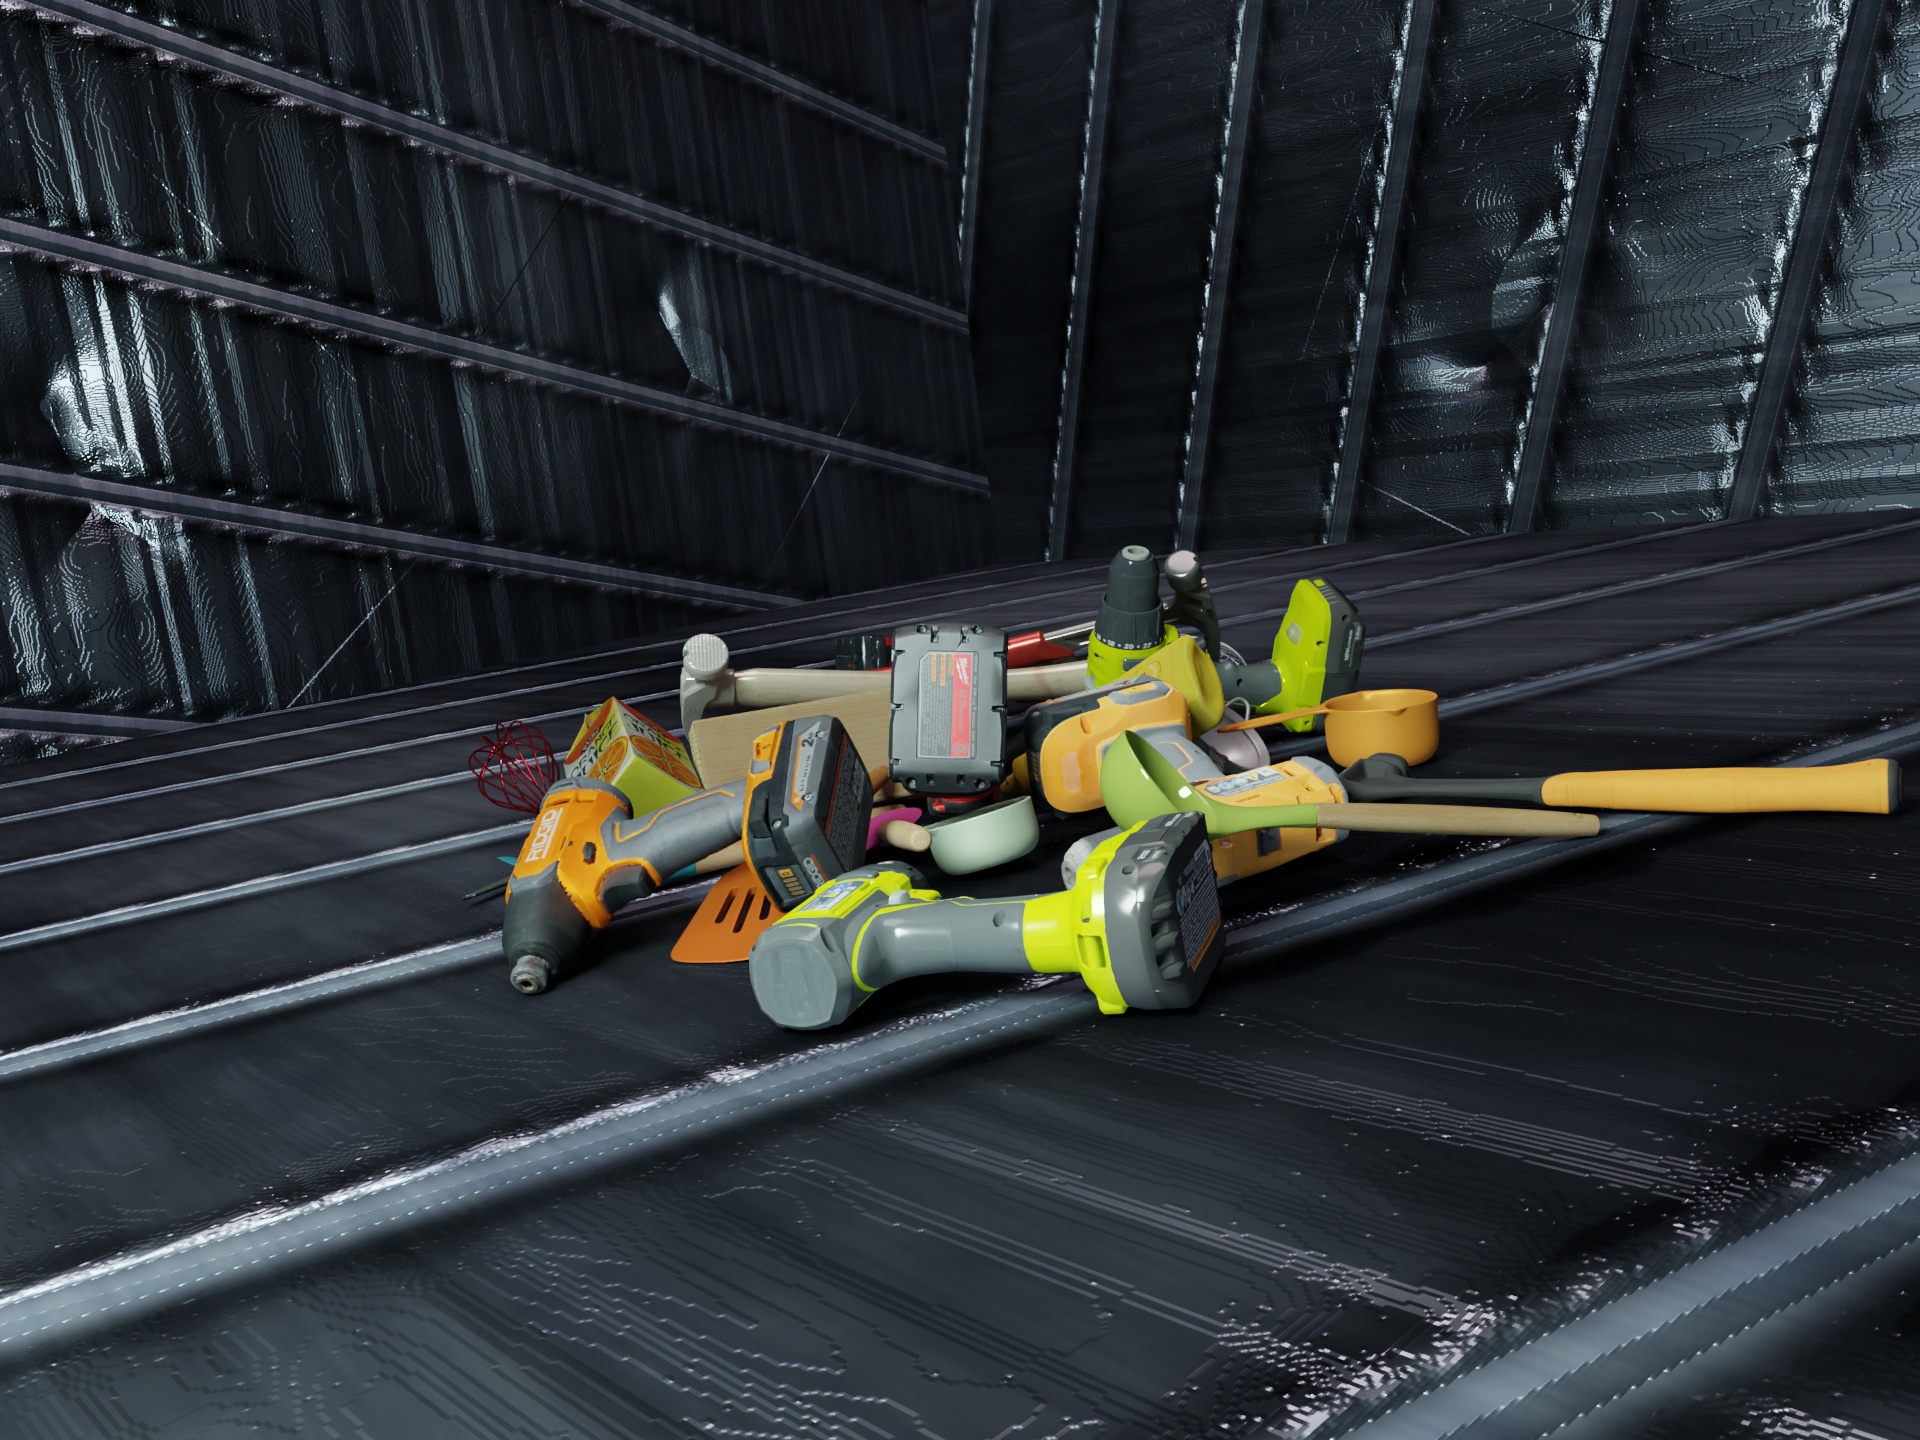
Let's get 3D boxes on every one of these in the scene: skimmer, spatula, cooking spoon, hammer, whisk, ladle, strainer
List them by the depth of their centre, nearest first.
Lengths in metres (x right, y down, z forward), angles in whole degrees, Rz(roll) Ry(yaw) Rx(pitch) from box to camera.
[{"bbox_3d":[0.235,0.047,0.937,0.320,0.062,0.078,3,31,-12],"label":"ladle"},{"bbox_3d":[0.407,0.045,1.017,0.337,0.034,0.127,-2,10,31],"label":"hammer"},{"bbox_3d":[-0.045,0.075,1.071,0.069,0.017,0.319,-30,2,-8],"label":"cooking spoon"},{"bbox_3d":[-0.102,0.088,1.102,0.081,0.041,0.322,-7,12,18],"label":"spatula"},{"bbox_3d":[-0.177,0.091,1.184,0.317,0.044,0.082,-12,9,-32],"label":"spatula"},{"bbox_3d":[0.192,0.037,1.224,0.087,0.050,0.258,36,22,3],"label":"strainer"},{"bbox_3d":[-0.338,0.066,1.291,0.073,0.073,0.296,-12,25,-27],"label":"whisk"},{"bbox_3d":[-0.038,-0.025,1.393,0.410,0.038,0.146,-1,-29,-12],"label":"hammer"},{"bbox_3d":[0.053,-0.056,1.435,0.359,0.037,0.149,-14,-36,9],"label":"hammer"},{"bbox_3d":[0.145,0.004,1.491,0.127,0.090,0.363,-10,15,45],"label":"skimmer"}]

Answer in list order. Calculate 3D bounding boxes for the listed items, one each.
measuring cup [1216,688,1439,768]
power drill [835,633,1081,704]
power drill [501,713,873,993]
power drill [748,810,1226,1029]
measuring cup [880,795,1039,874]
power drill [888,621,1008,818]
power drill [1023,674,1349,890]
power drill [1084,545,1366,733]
[{"bbox_3d":[0.289,0.015,1.245,0.173,0.052,0.095,-10,9,-1],"label":"measuring cup"},{"bbox_3d":[0.002,-0.044,1.547,0.226,0.080,0.188,-1,3,-15],"label":"power drill"},{"bbox_3d":[-0.175,0.087,0.980,0.226,0.084,0.164,-14,35,15],"label":"power drill"},{"bbox_3d":[0.021,0.105,0.852,0.223,0.080,0.171,-7,9,21],"label":"power drill"},{"bbox_3d":[-0.008,0.089,1.116,0.083,0.038,0.167,-18,-2,-35],"label":"measuring cup"},{"bbox_3d":[-0.002,-0.004,1.155,0.078,0.143,0.219,1,-6,4],"label":"power drill"},{"bbox_3d":[0.117,0.049,1.047,0.185,0.084,0.226,-15,23,-19],"label":"power drill"},{"bbox_3d":[0.219,-0.060,1.351,0.228,0.190,0.080,-4,30,-10],"label":"power drill"}]
